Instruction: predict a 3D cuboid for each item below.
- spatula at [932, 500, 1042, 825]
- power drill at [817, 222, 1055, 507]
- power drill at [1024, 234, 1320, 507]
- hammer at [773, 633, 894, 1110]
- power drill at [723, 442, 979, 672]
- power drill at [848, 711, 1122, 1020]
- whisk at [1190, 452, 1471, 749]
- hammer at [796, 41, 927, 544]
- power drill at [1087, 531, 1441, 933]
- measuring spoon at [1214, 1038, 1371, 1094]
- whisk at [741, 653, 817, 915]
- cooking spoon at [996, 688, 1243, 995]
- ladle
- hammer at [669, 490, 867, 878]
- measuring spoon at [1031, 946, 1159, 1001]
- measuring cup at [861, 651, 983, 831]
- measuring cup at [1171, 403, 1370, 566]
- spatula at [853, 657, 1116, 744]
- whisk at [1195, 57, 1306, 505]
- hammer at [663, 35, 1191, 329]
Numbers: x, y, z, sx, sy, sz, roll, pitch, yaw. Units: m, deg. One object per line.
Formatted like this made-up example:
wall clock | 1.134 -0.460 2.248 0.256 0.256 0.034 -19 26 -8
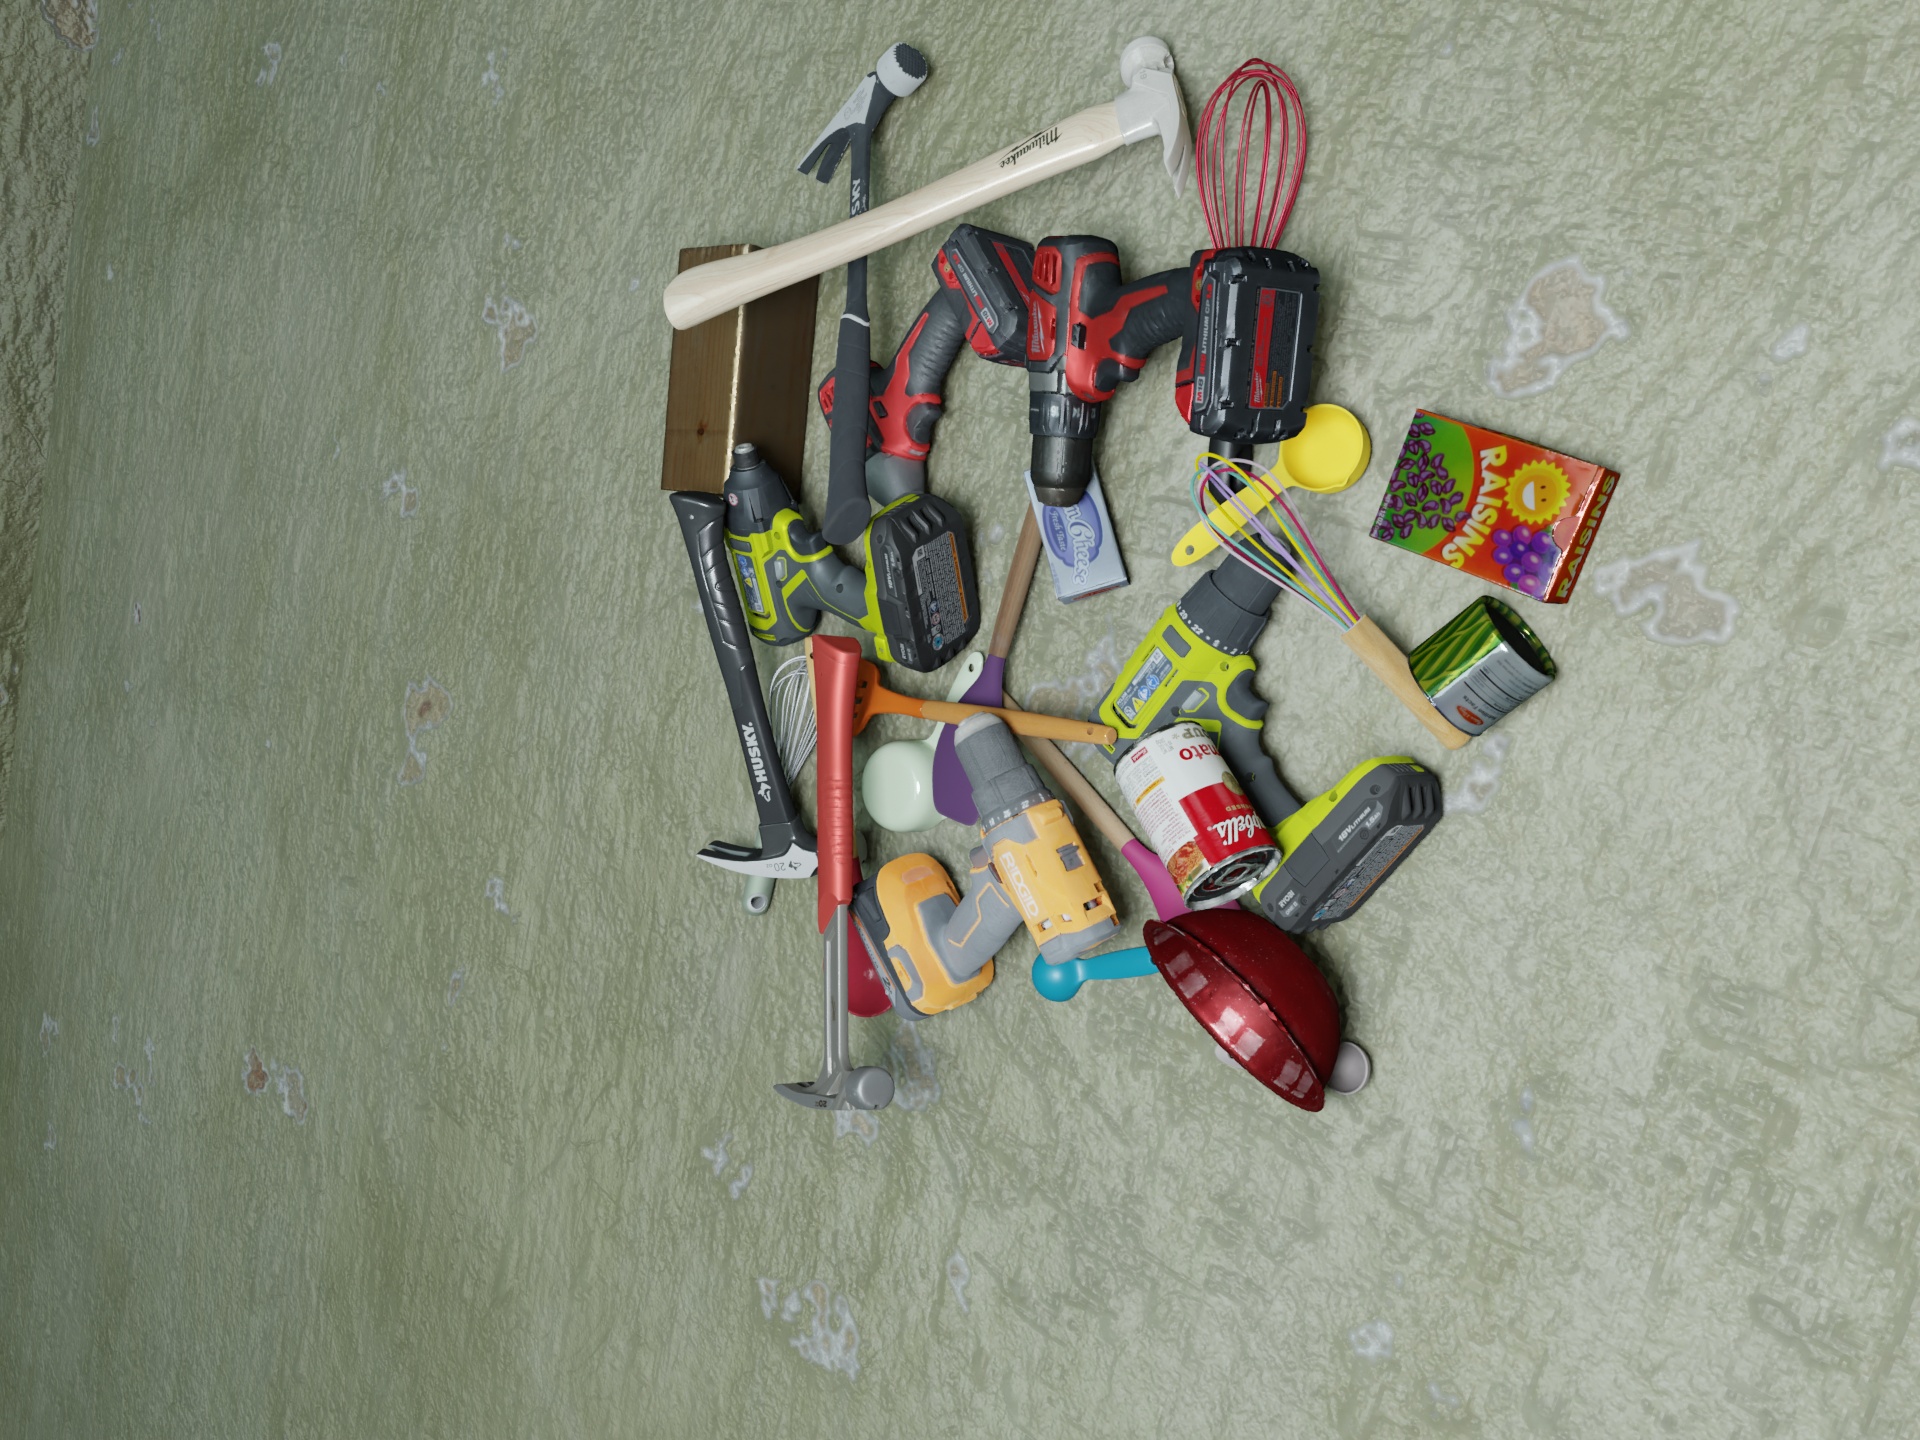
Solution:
spatula | 0.033 -0.075 1.216 0.060 0.018 0.316 22 99 36
power drill | -0.017 -0.264 1.237 0.219 0.078 0.143 -41 64 36
power drill | 0.123 -0.229 1.062 0.227 0.080 0.188 20 110 51
hammer | -0.100 0.113 1.219 0.149 0.036 0.359 -14 75 58
power drill | -0.100 -0.130 1.275 0.223 0.080 0.171 16 129 38
power drill | 0.005 0.112 1.179 0.226 0.084 0.185 -38 75 48
whisk | 0.231 -0.075 0.994 0.245 0.051 0.047 47 135 1
hammer | -0.085 -0.325 1.238 0.149 0.036 0.409 -25 57 49
power drill | 0.204 0.007 1.052 0.229 0.080 0.190 52 122 30
measuring spoon | 0.226 0.230 1.077 0.124 0.018 0.034 -3 77 47
whisk | -0.156 0.058 1.380 0.059 0.057 0.246 -123 45 -67
cooking spoon | 0.107 0.074 1.169 0.319 0.017 0.068 50 126 29
ladle | -0.096 0.087 1.292 0.069 0.031 0.315 -9 99 0
hammer | -0.185 -0.027 1.319 0.146 0.035 0.334 -8 103 22
measuring spoon | 0.100 0.183 1.174 0.128 0.021 0.042 -17 80 40
measuring cup | -0.028 0.016 1.270 0.083 0.038 0.167 42 118 32
measuring cup | 0.207 -0.151 1.069 0.156 0.029 0.062 -38 68 29
spatula | -0.002 -0.004 1.210 0.323 0.041 0.081 9 79 46
whisk | 0.189 -0.291 1.074 0.073 0.073 0.296 10 102 40
hammer | -0.034 -0.362 1.151 0.410 0.038 0.146 -17 52 18
